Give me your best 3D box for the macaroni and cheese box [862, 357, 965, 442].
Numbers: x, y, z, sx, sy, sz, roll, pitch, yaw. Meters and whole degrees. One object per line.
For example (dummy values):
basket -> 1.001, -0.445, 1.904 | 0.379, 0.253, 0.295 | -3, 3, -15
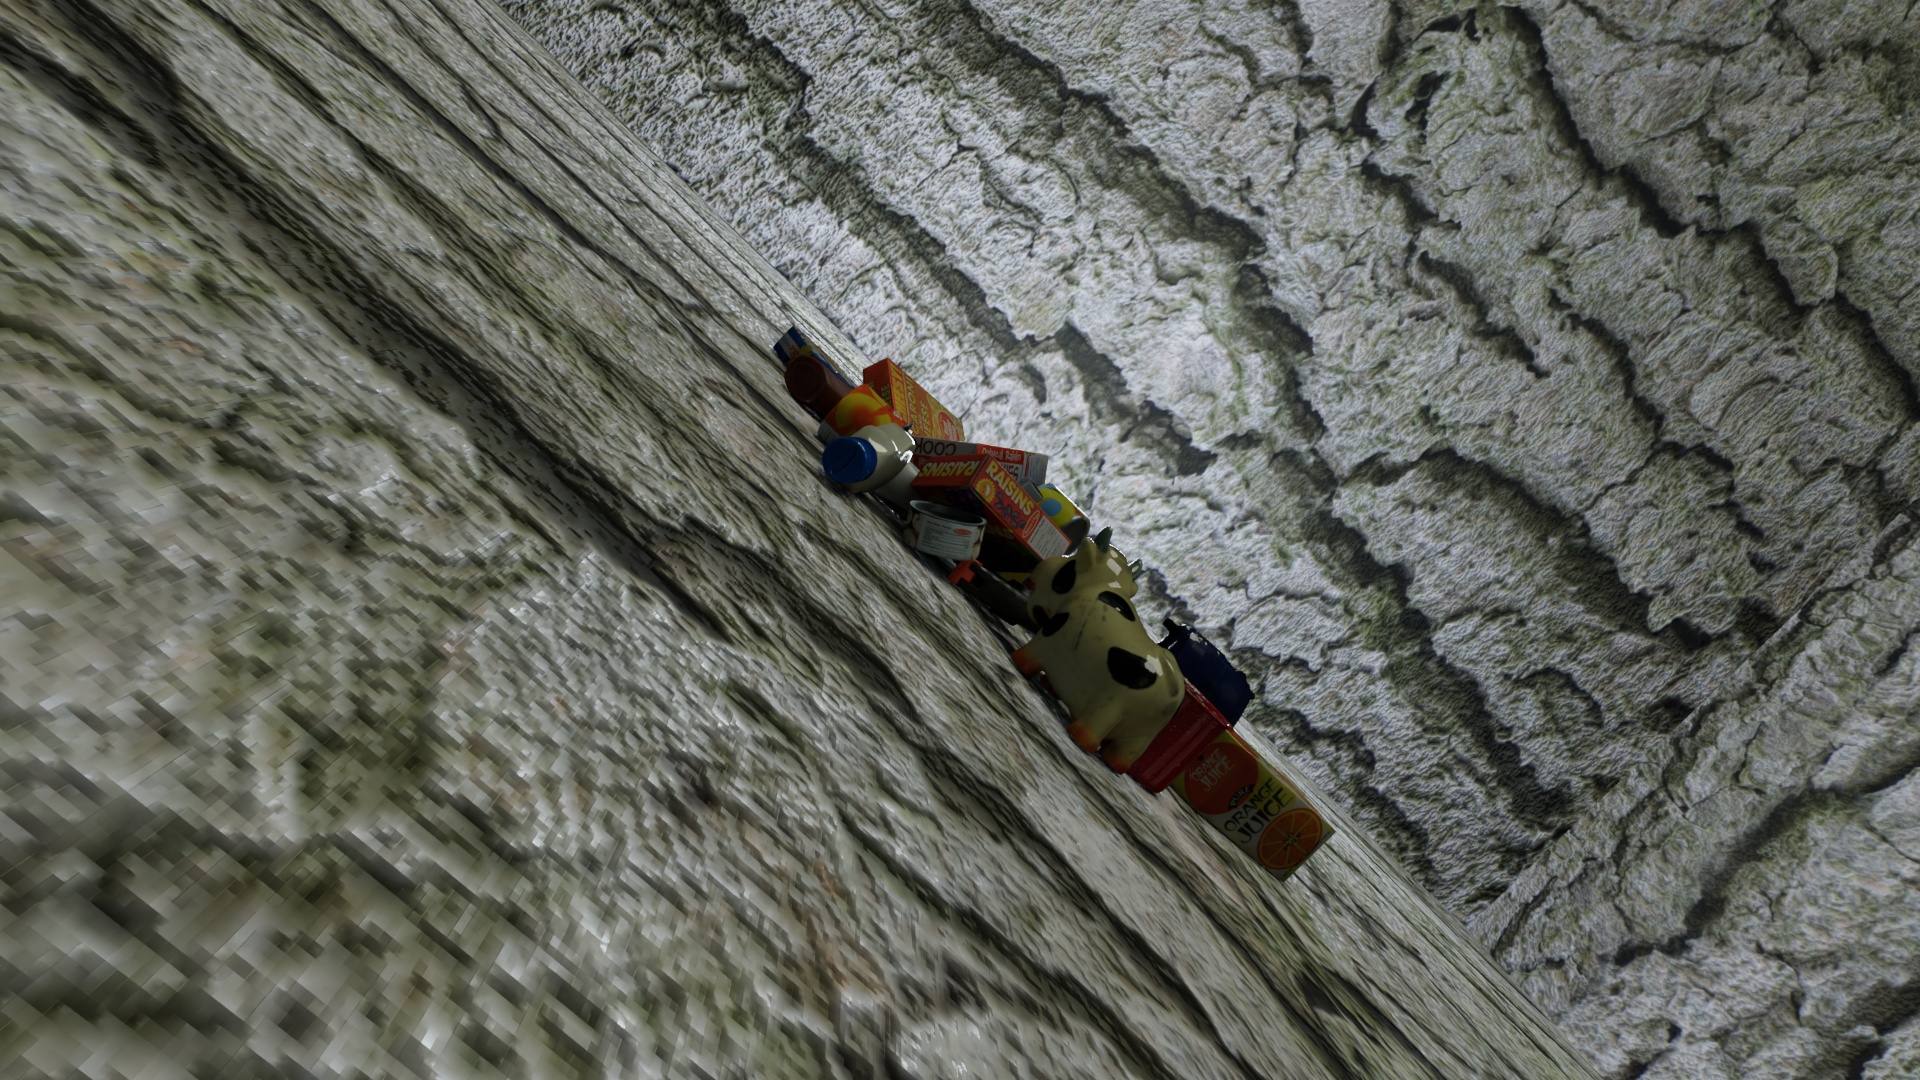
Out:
macaroni and cheese box -> -0.048, -0.115, 1.586 | 0.166, 0.040, 0.124 | 37, 37, -50

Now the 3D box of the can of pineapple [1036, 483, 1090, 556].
can of pineapple -> 0.095, -0.017, 1.477 | 0.058, 0.071, 0.071 | 46, 5, 29

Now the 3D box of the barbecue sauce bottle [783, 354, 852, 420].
barbecue sauce bottle -> -0.119, -0.134, 1.434 | 0.065, 0.043, 0.148 | 48, 6, 37

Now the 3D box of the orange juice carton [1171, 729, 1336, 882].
orange juice carton -> 0.254, 0.227, 1.275 | 0.192, 0.072, 0.073 | 41, 5, -31

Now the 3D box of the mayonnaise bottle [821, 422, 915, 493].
mayonnaise bottle -> -0.078, -0.067, 1.135 | 0.041, 0.064, 0.148 | 45, 9, 3

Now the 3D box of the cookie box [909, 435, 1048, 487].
cookie box -> 0.001, -0.084, 1.461 | 0.123, 0.040, 0.167 | 9, 3, 28

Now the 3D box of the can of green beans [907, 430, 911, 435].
can of green beans -> -0.091, -0.108, 1.367 | 0.071, 0.058, 0.071 | 44, 5, -4

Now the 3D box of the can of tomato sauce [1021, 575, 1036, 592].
can of tomato sauce -> 0.102, 0.075, 1.339 | 0.071, 0.071, 0.083 | 39, 8, -46

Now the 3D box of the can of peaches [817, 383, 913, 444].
can of peaches -> -0.088, -0.104, 1.282 | 0.058, 0.071, 0.071 | 43, 5, 4

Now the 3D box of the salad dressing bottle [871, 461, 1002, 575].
salad dressing bottle -> -0.019, -0.016, 1.274 | 0.147, 0.044, 0.064 | 43, -5, -21

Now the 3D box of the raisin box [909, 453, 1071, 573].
raisin box -> 0.026, -0.022, 1.218 | 0.086, 0.040, 0.123 | 2, -37, 52

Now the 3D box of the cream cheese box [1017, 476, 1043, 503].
cream cheese box -> 0.035, -0.026, 1.416 | 0.024, 0.104, 0.053 | 55, 3, -8

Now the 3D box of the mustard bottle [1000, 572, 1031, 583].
mustard bottle -> 0.085, 0.055, 1.418 | 0.160, 0.065, 0.049 | 50, 8, -6

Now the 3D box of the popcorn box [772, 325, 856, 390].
popcorn box -> -0.162, -0.191, 1.589 | 0.085, 0.038, 0.127 | 42, 5, -30

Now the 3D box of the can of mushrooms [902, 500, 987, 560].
can of mushrooms -> -0.014, -0.009, 1.159 | 0.071, 0.033, 0.071 | 13, 11, -3
